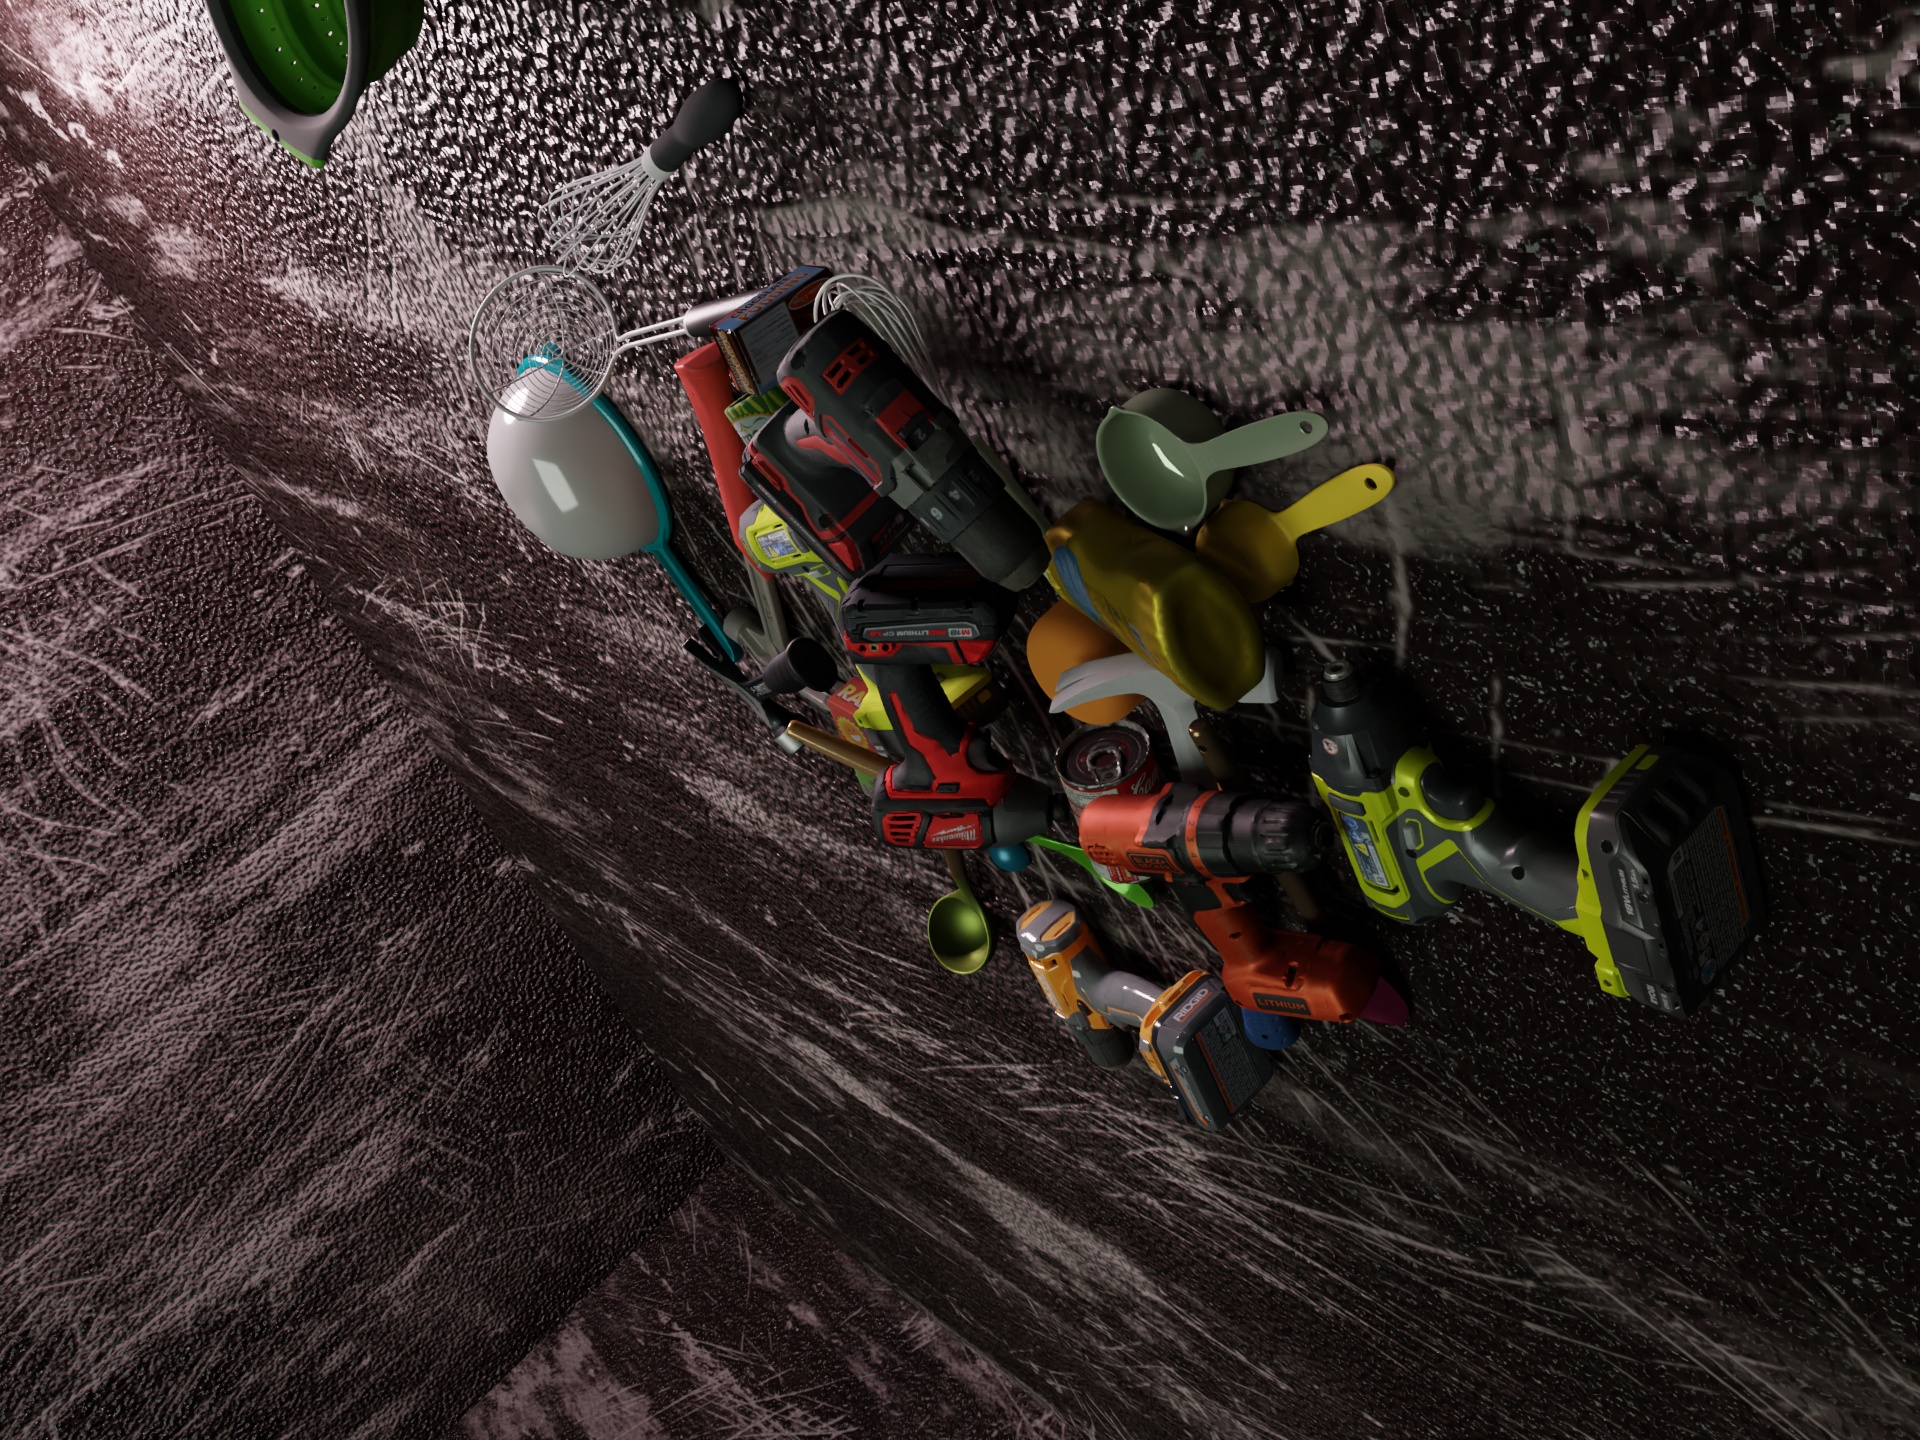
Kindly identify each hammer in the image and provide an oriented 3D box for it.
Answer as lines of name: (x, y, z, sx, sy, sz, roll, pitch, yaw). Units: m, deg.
hammer: (-0.169, -0.155, 1.313, 0.149, 0.037, 0.358, 34, 152, 28)
hammer: (-0.157, -0.037, 1.331, 0.149, 0.036, 0.409, 44, 169, -8)
hammer: (0.174, 0.099, 1.080, 0.144, 0.035, 0.405, 0, 137, 23)

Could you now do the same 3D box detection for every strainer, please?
strainer: (-0.335, -0.173, 1.487, 0.340, 0.095, 0.211, 55, 155, -11)

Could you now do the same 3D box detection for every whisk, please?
whisk: (-0.212, -0.363, 1.066, 0.285, 0.070, 0.070, -9, 120, 56)
whisk: (-0.004, -0.177, 1.000, 0.059, 0.058, 0.246, -32, 105, 32)

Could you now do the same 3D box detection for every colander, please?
colander: (-0.431, -0.584, 1.081, 0.205, 0.094, 0.396, 39, 136, 20)

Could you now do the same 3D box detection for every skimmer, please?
skimmer: (-0.252, -0.294, 1.181, 0.363, 0.090, 0.127, 6, 89, 51)

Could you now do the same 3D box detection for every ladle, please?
ladle: (-0.014, 0.130, 1.418, 0.078, 0.062, 0.319, 38, 158, 30)

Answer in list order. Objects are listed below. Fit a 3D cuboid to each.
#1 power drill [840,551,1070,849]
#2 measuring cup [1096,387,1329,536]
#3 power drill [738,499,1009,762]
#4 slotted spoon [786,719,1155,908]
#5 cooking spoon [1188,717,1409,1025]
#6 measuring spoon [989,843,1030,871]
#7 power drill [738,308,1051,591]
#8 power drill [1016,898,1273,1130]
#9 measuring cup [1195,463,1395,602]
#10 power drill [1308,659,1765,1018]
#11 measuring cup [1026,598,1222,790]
power drill: (-0.002, -0.004, 1.112, 0.143, 0.079, 0.219, 0, 123, 14)
measuring cup: (0.138, -0.146, 0.823, 0.083, 0.038, 0.168, 56, 152, -17)
power drill: (-0.061, -0.083, 1.195, 0.190, 0.080, 0.228, -3, 122, 60)
slotted spoon: (0.011, 0.068, 1.226, 0.313, 0.031, 0.070, 24, 166, -3)
cooking spoon: (0.218, 0.107, 1.026, 0.069, 0.017, 0.318, 5, 143, 44)
measuring spoon: (0.012, 0.108, 1.415, 0.129, 0.021, 0.042, 18, 142, 49)
power drill: (-0.043, -0.144, 0.970, 0.188, 0.080, 0.227, 45, 168, -10)
power drill: (0.154, 0.258, 1.338, 0.226, 0.084, 0.185, 22, 146, 51)
measuring cup: (0.173, -0.100, 0.835, 0.062, 0.029, 0.156, 51, 158, -5)
power drill: (0.284, 0.055, 0.830, 0.223, 0.080, 0.171, 19, 144, 52)
measuring cup: (0.111, -0.007, 1.047, 0.173, 0.052, 0.095, 52, 155, -4)
